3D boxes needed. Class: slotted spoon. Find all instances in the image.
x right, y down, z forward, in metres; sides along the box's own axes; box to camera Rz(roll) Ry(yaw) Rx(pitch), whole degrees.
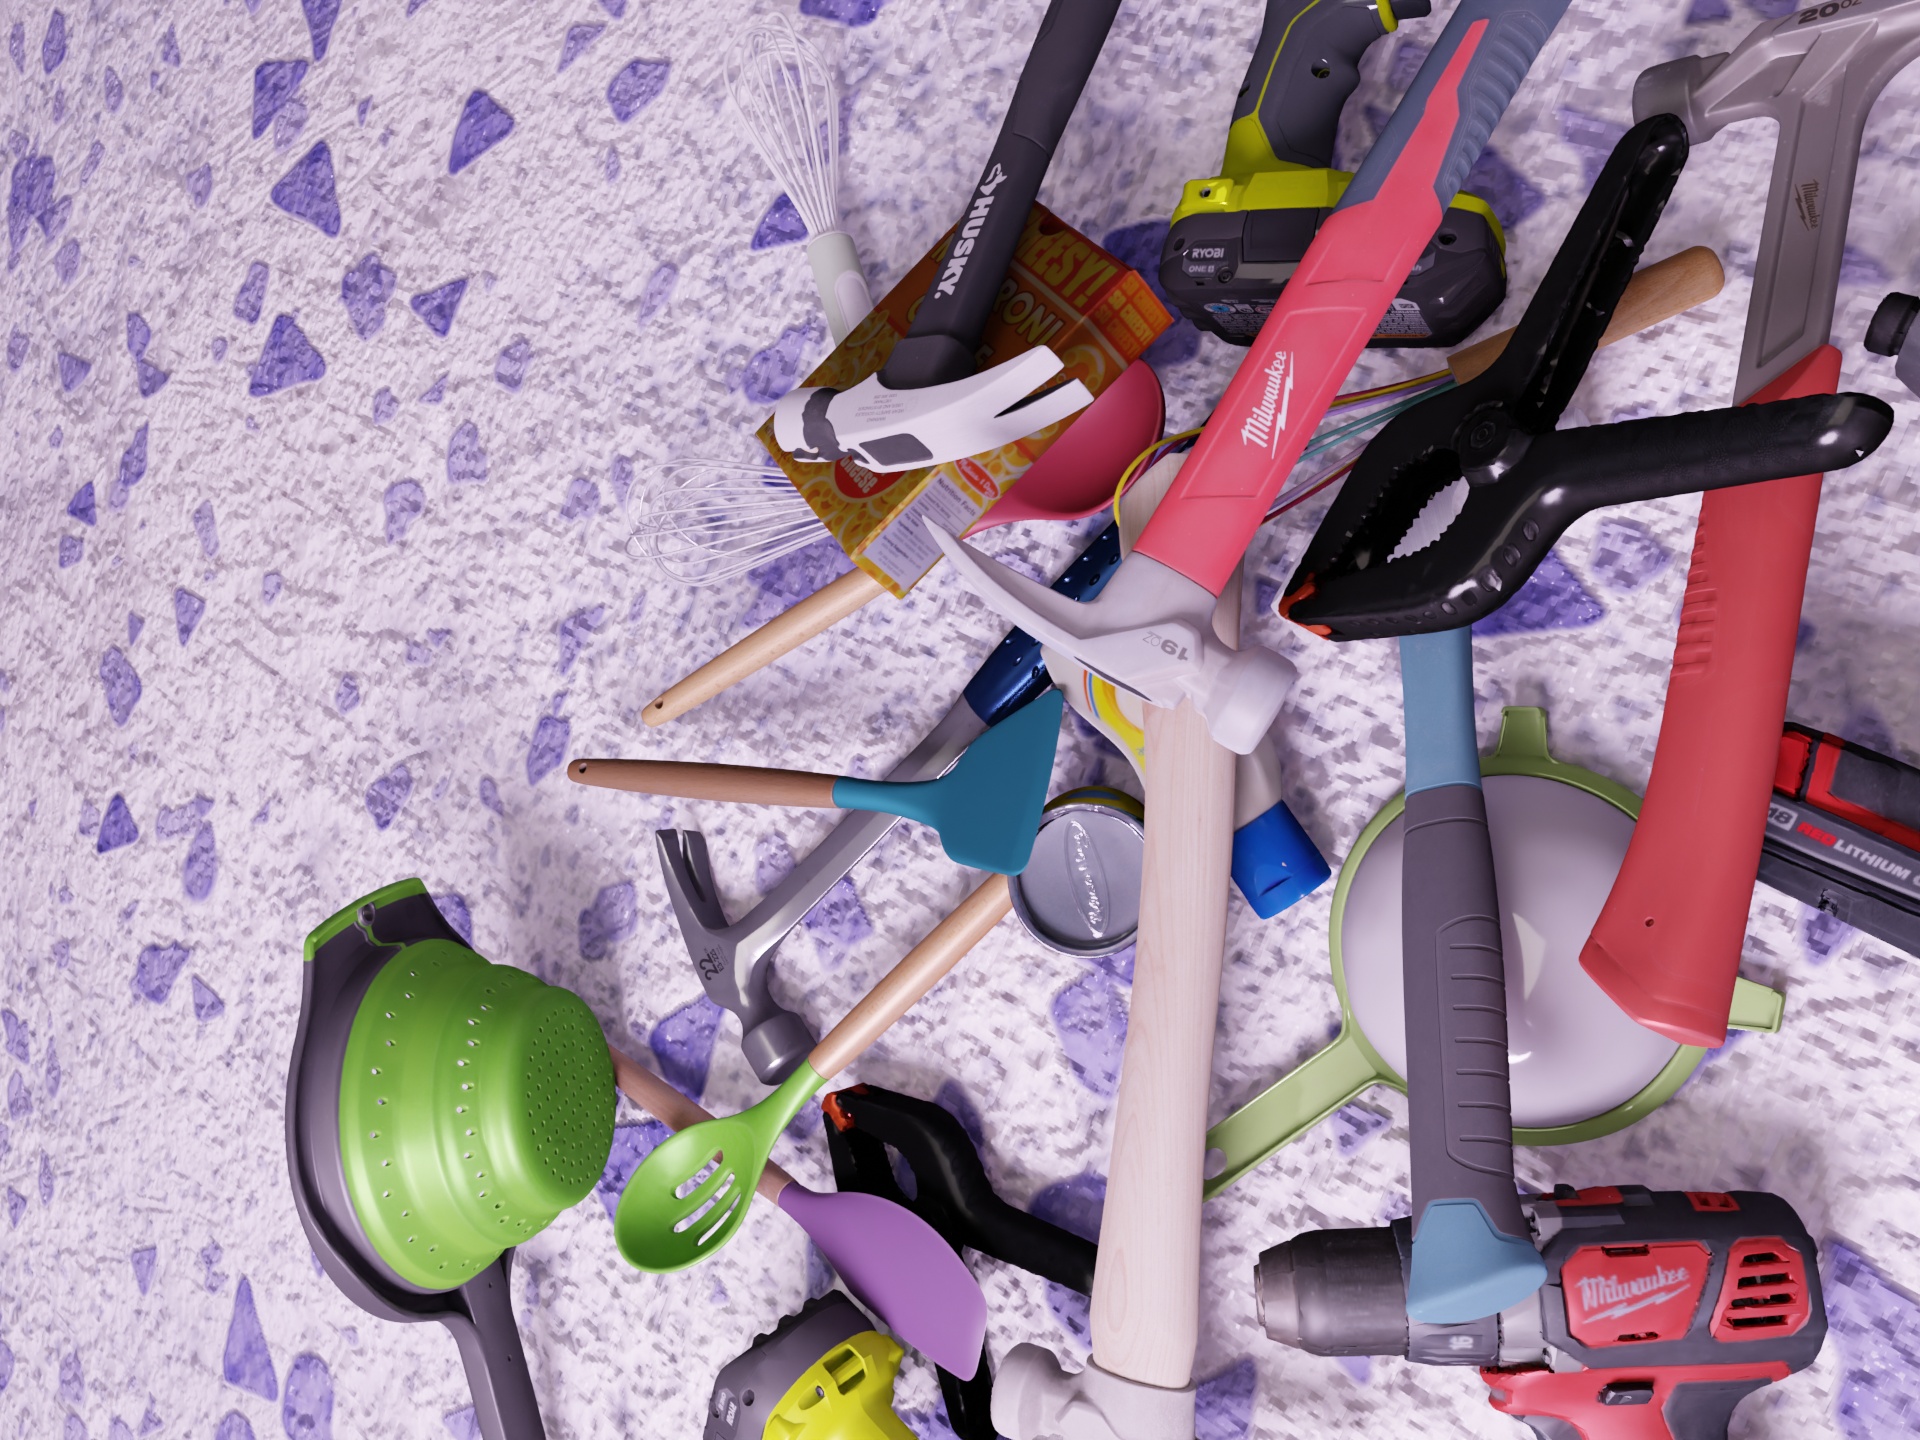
[{"bbox_3d":[-0.048,0.148,0.750,0.313,0.031,0.070,-45,46,9],"label":"slotted spoon"}]

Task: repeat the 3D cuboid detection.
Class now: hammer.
[{"bbox_3d":[0.139,-0.188,0.573,0.143,0.038,0.386,30,88,10],"label":"hammer"},{"bbox_3d":[0.268,-0.073,0.513,0.149,0.036,0.359,3,74,46],"label":"hammer"},{"bbox_3d":[-0.001,-0.002,0.755,0.405,0.035,0.144,-46,64,22],"label":"hammer"},{"bbox_3d":[0.175,0.040,0.568,0.128,0.033,0.331,-16,54,35],"label":"hammer"},{"bbox_3d":[0.092,0.104,0.620,0.146,0.038,0.410,6,97,29],"label":"hammer"},{"bbox_3d":[0.036,-0.257,0.685,0.146,0.035,0.335,6,68,43],"label":"hammer"}]

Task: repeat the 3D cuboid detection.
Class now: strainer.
[{"bbox_3d":[0.166,0.120,0.617,0.256,0.069,0.152,-42,66,21],"label":"strainer"}]

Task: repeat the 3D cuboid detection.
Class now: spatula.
[{"bbox_3d":[-0.083,0.027,0.757,0.317,0.044,0.082,2,70,35],"label":"spatula"},{"bbox_3d":[-0.101,0.221,0.788,0.316,0.018,0.059,21,106,41],"label":"spatula"}]

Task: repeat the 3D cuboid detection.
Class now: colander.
[{"bbox_3d":[-0.223,0.274,0.823,0.094,0.204,0.397,-9,99,13],"label":"colander"}]

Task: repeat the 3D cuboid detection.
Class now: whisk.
[{"bbox_3d":[-0.050,-0.108,0.788,0.285,0.070,0.070,-4,84,28],"label":"whisk"},{"bbox_3d":[-0.069,-0.251,0.815,0.059,0.057,0.246,-38,67,63],"label":"whisk"},{"bbox_3d":[0.173,-0.126,0.626,0.245,0.051,0.047,-23,90,16],"label":"whisk"}]

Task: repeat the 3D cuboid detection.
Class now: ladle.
[{"bbox_3d":[-0.034,-0.070,0.742,0.315,0.031,0.069,-29,60,25],"label":"ladle"}]

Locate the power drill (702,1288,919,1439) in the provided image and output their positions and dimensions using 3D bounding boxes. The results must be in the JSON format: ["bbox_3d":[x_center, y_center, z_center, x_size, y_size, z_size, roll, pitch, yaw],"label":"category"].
[{"bbox_3d":[-0.013,0.383,0.695,0.229,0.080,0.190,33,126,31],"label":"power drill"}]

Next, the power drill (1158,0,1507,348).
[{"bbox_3d":[0.169,-0.271,0.644,0.171,0.080,0.223,8,88,29],"label":"power drill"}]

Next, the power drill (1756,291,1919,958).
[{"bbox_3d":[0.333,-0.036,0.521,0.143,0.078,0.219,30,100,31],"label":"power drill"}]

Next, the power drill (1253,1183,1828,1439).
[{"bbox_3d":[0.204,0.277,0.546,0.188,0.080,0.227,-5,81,8],"label":"power drill"}]
